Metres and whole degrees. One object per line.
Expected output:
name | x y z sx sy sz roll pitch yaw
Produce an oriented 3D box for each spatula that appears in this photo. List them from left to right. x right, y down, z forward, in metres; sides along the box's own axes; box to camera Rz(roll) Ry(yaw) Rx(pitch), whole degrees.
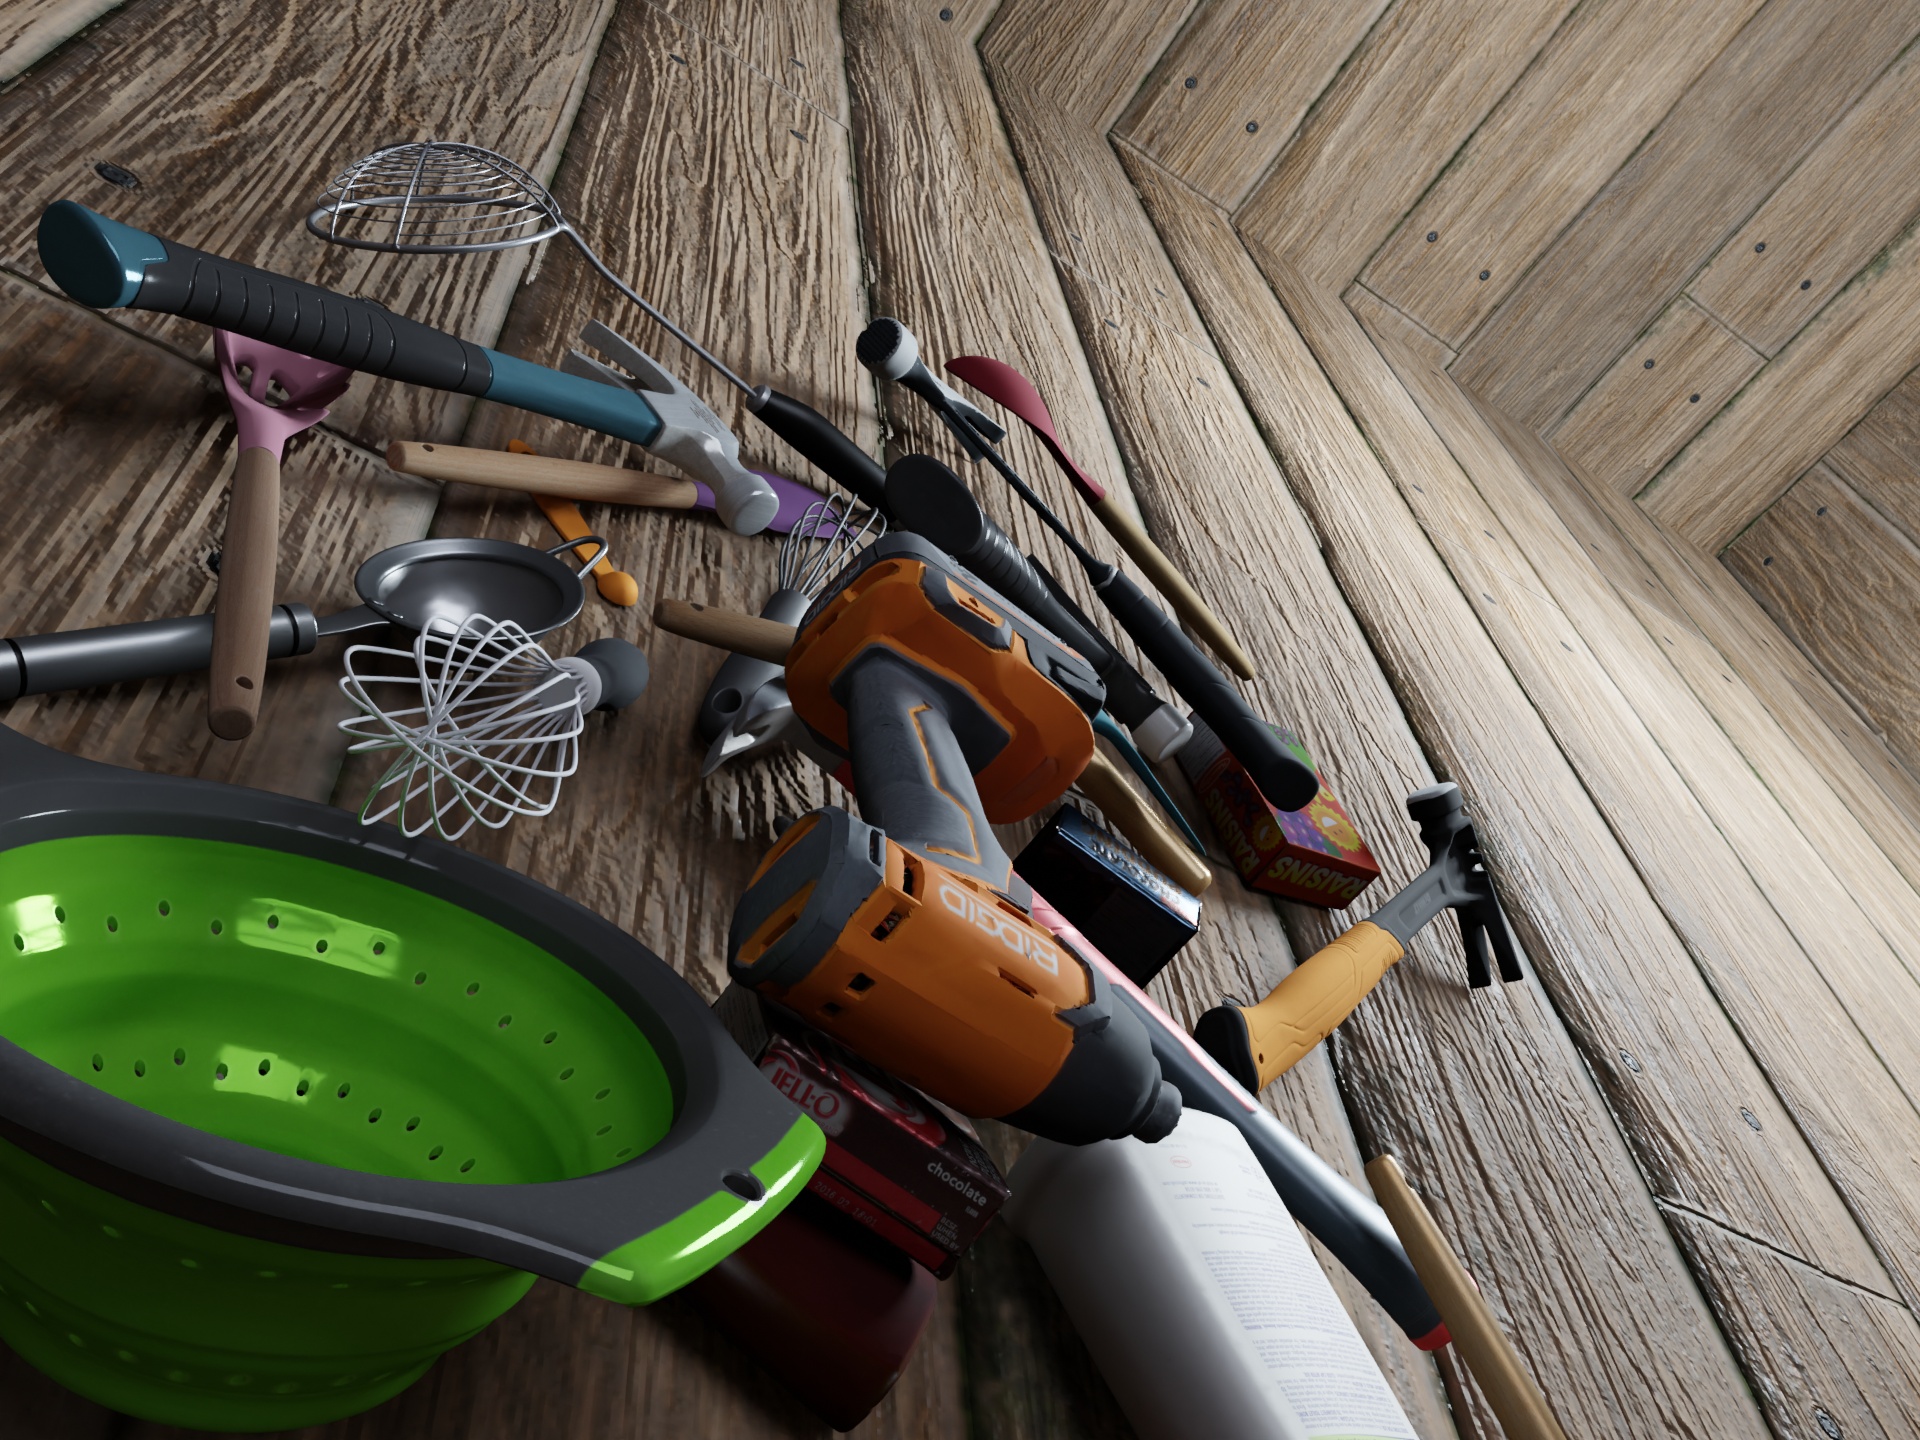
spatula | -0.157 -0.118 0.804 0.060 0.018 0.315 47 24 21
spatula | -0.001 -0.002 0.719 0.317 0.044 0.082 15 28 -37

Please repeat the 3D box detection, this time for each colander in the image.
colander | -0.232 0.061 0.396 0.397 0.094 0.204 26 9 14

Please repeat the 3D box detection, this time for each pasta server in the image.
pasta server | -0.257 -0.089 0.586 0.060 0.040 0.317 25 21 -33

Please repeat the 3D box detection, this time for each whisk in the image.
whisk | -0.144 -0.009 0.549 0.070 0.070 0.284 36 4 -5
whisk | -0.081 -0.052 0.783 0.055 0.055 0.239 34 32 -9
whisk | 0.043 0.002 0.852 0.245 0.051 0.047 48 -1 6

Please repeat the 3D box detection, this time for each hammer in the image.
hammer | -0.224 -0.157 0.698 0.330 0.033 0.128 7 38 -54
hammer | 0.033 -0.066 0.817 0.146 0.035 0.334 49 6 21
hammer | 0.080 -0.096 0.983 0.409 0.036 0.149 52 11 30
hammer | 0.058 0.120 0.660 0.386 0.038 0.143 43 17 6
hammer | 0.216 0.132 0.844 0.337 0.034 0.127 -19 90 -52

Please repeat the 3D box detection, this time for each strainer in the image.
strainer | -0.234 -0.033 0.573 0.087 0.050 0.258 31 27 30

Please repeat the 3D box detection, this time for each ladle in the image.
ladle | 0.100 -0.122 1.000 0.315 0.031 0.069 43 6 -32

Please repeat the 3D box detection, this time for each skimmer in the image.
skimmer | -0.180 -0.197 0.895 0.363 0.090 0.127 36 15 -28

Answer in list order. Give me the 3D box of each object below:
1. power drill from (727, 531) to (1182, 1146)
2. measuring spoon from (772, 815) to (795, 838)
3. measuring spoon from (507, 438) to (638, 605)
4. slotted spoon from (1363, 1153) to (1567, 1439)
power drill | 0.006 0.044 0.565 0.164 0.084 0.227 35 28 -22
measuring spoon | -0.030 0.080 0.669 0.124 0.018 0.034 42 28 1
measuring spoon | -0.185 -0.098 0.757 0.021 0.011 0.117 -3 48 -52
slotted spoon | 0.238 0.308 0.591 0.314 0.031 0.070 62 16 21
